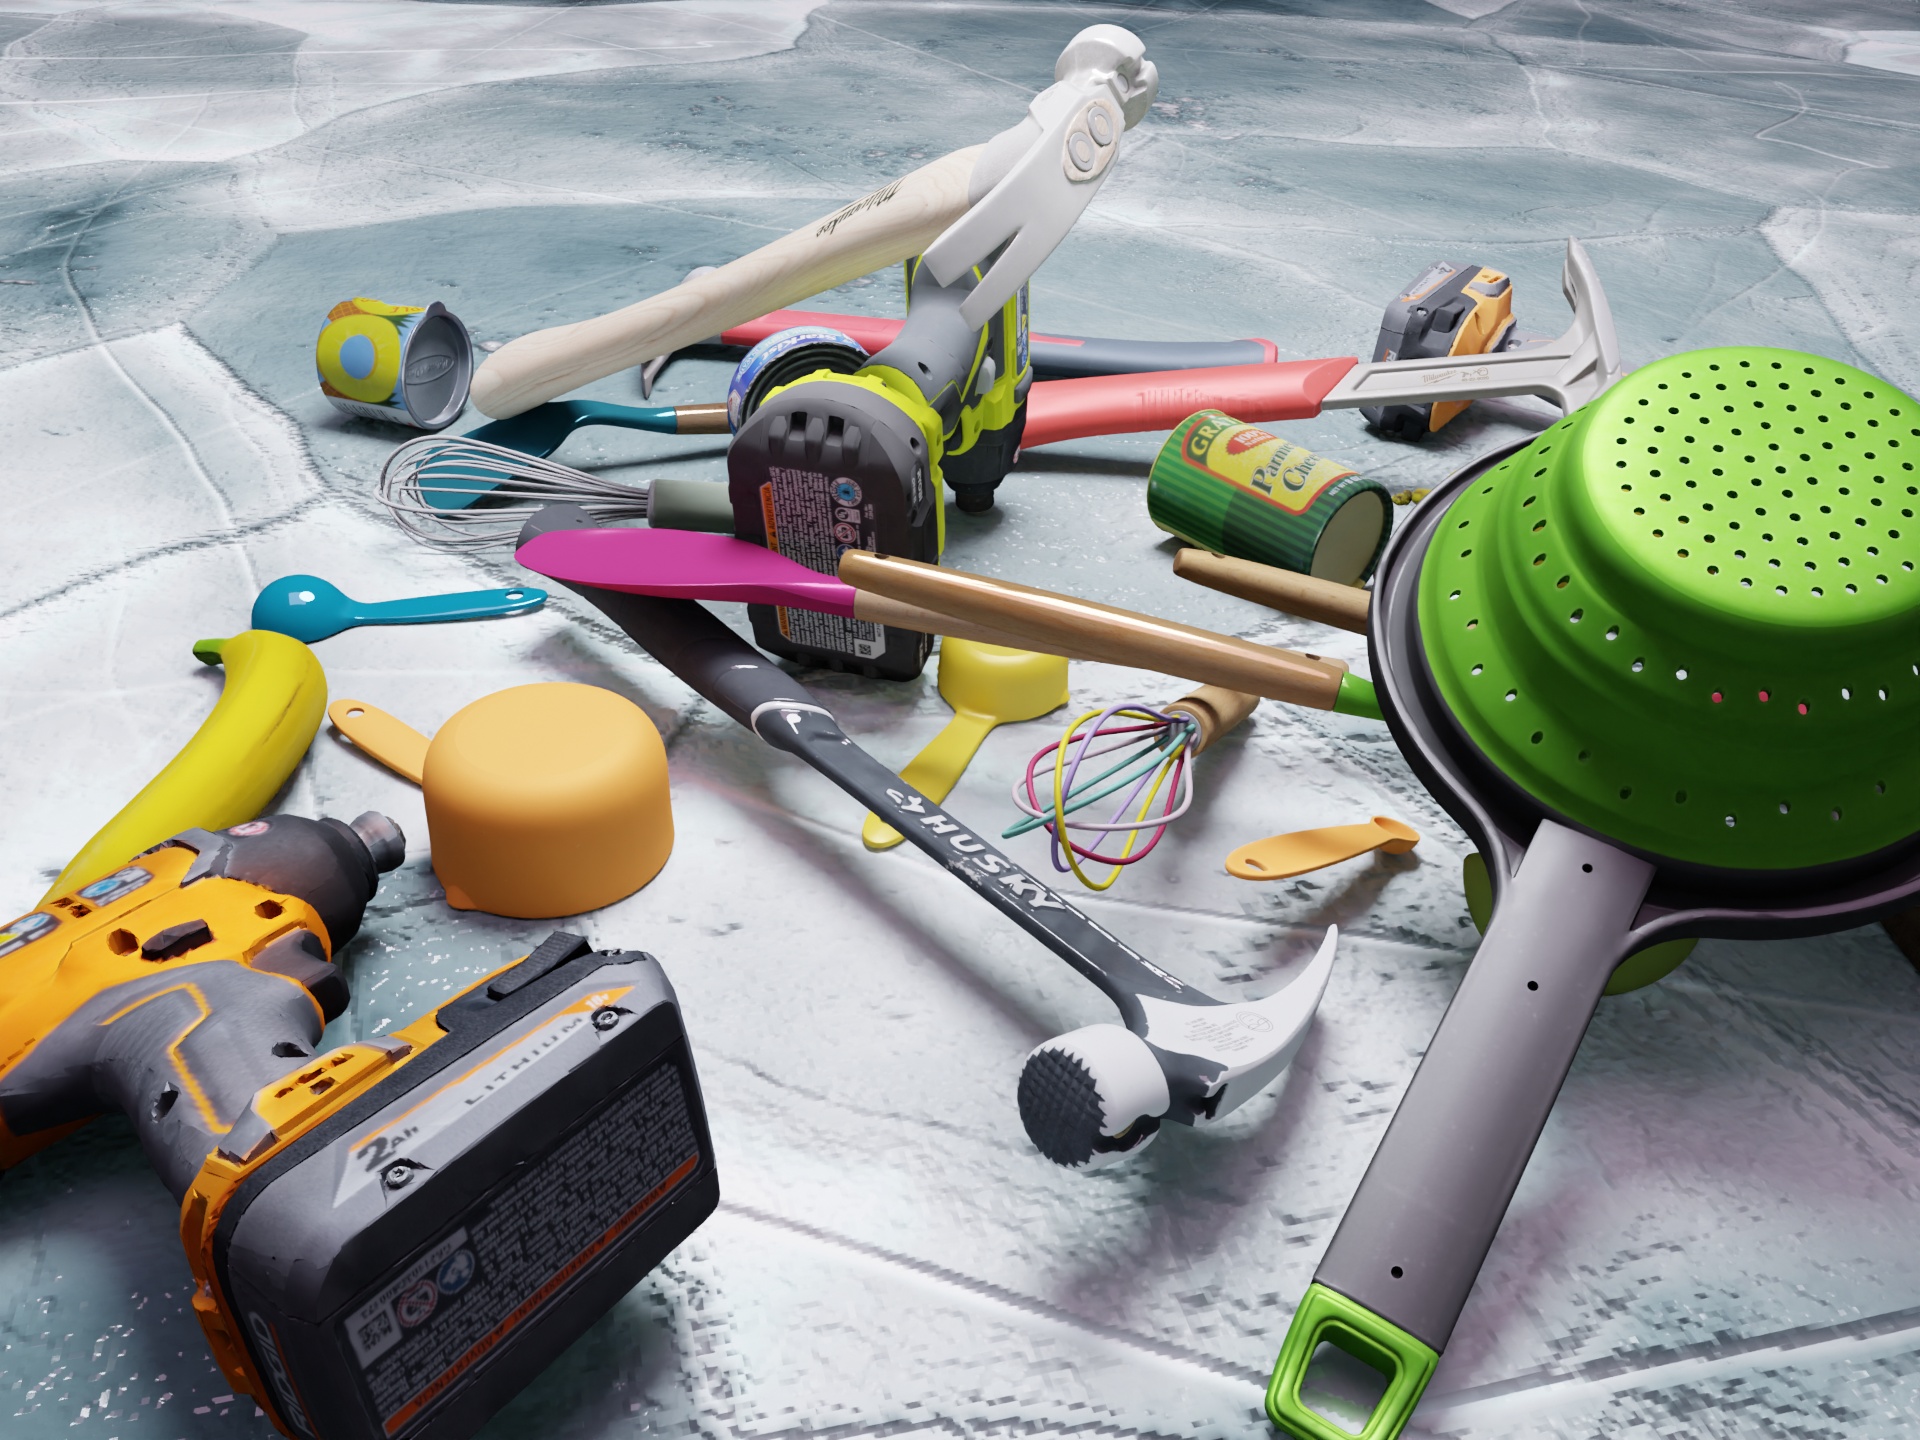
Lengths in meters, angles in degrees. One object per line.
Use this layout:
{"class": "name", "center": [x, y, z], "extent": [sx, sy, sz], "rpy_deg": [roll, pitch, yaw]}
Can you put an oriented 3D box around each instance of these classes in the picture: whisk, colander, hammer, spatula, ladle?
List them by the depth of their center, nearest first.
{"class": "colander", "center": [0.189, 0.016, 0.448], "extent": [0.205, 0.094, 0.397], "rpy_deg": [26, 63, 21]}
{"class": "whisk", "center": [0.073, 0.012, 0.570], "extent": [0.047, 0.051, 0.245], "rpy_deg": [53, 24, 6]}
{"class": "hammer", "center": [-0.044, 0.009, 0.578], "extent": [0.149, 0.036, 0.409], "rpy_deg": [-7, 32, -44]}
{"class": "ladle", "center": [0.235, -0.024, 0.639], "extent": [0.315, 0.031, 0.069], "rpy_deg": [14, 20, -9]}
{"class": "ladle", "center": [0.209, -0.002, 0.639], "extent": [0.078, 0.062, 0.320], "rpy_deg": [15, 30, -7]}
{"class": "hammer", "center": [-0.106, -0.181, 0.695], "extent": [0.411, 0.038, 0.146], "rpy_deg": [-6, 43, 44]}
{"class": "whisk", "center": [-0.159, -0.107, 0.780], "extent": [0.246, 0.057, 0.059], "rpy_deg": [2, 25, -10]}
{"class": "hammer", "center": [0.165, -0.185, 0.863], "extent": [0.359, 0.036, 0.149], "rpy_deg": [-3, 58, 10]}
{"class": "spatula", "center": [-0.134, -0.157, 0.881], "extent": [0.317, 0.044, 0.082], "rpy_deg": [-8, 33, -24]}
{"class": "hammer", "center": [-0.001, -0.224, 0.977], "extent": [0.386, 0.038, 0.143], "rpy_deg": [6, 35, 5]}

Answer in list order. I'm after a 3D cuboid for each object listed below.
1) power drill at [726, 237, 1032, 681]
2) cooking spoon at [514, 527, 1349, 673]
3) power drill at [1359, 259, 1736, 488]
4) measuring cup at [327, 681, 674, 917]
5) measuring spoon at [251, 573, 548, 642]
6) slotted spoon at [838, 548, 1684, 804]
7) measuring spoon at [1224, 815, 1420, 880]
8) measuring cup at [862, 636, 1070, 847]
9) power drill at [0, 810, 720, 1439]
{"class": "power drill", "center": [-0.020, -0.125, 0.723], "extent": [0.080, 0.171, 0.223], "rpy_deg": [11, 42, 15]}
{"class": "cooking spoon", "center": [-0.014, -0.041, 0.603], "extent": [0.319, 0.017, 0.069], "rpy_deg": [9, 25, 7]}
{"class": "power drill", "center": [0.349, -0.180, 0.904], "extent": [0.226, 0.084, 0.185], "rpy_deg": [23, 40, 21]}
{"class": "measuring cup", "center": [-0.182, 0.008, 0.593], "extent": [0.174, 0.052, 0.095], "rpy_deg": [25, 39, 27]}
{"class": "measuring spoon", "center": [-0.252, -0.058, 0.715], "extent": [0.128, 0.021, 0.042], "rpy_deg": [-6, 34, -11]}
{"class": "slotted spoon", "center": [0.106, -0.017, 0.553], "extent": [0.314, 0.031, 0.070], "rpy_deg": [15, 22, 10]}
{"class": "measuring spoon", "center": [0.129, 0.048, 0.567], "extent": [0.117, 0.011, 0.021], "rpy_deg": [-6, 30, -46]}
{"class": "measuring cup", "center": [-0.001, -0.002, 0.644], "extent": [0.062, 0.029, 0.156], "rpy_deg": [15, 36, 18]}
{"class": "power drill", "center": [-0.174, 0.087, 0.433], "extent": [0.227, 0.084, 0.164], "rpy_deg": [13, 33, 35]}
